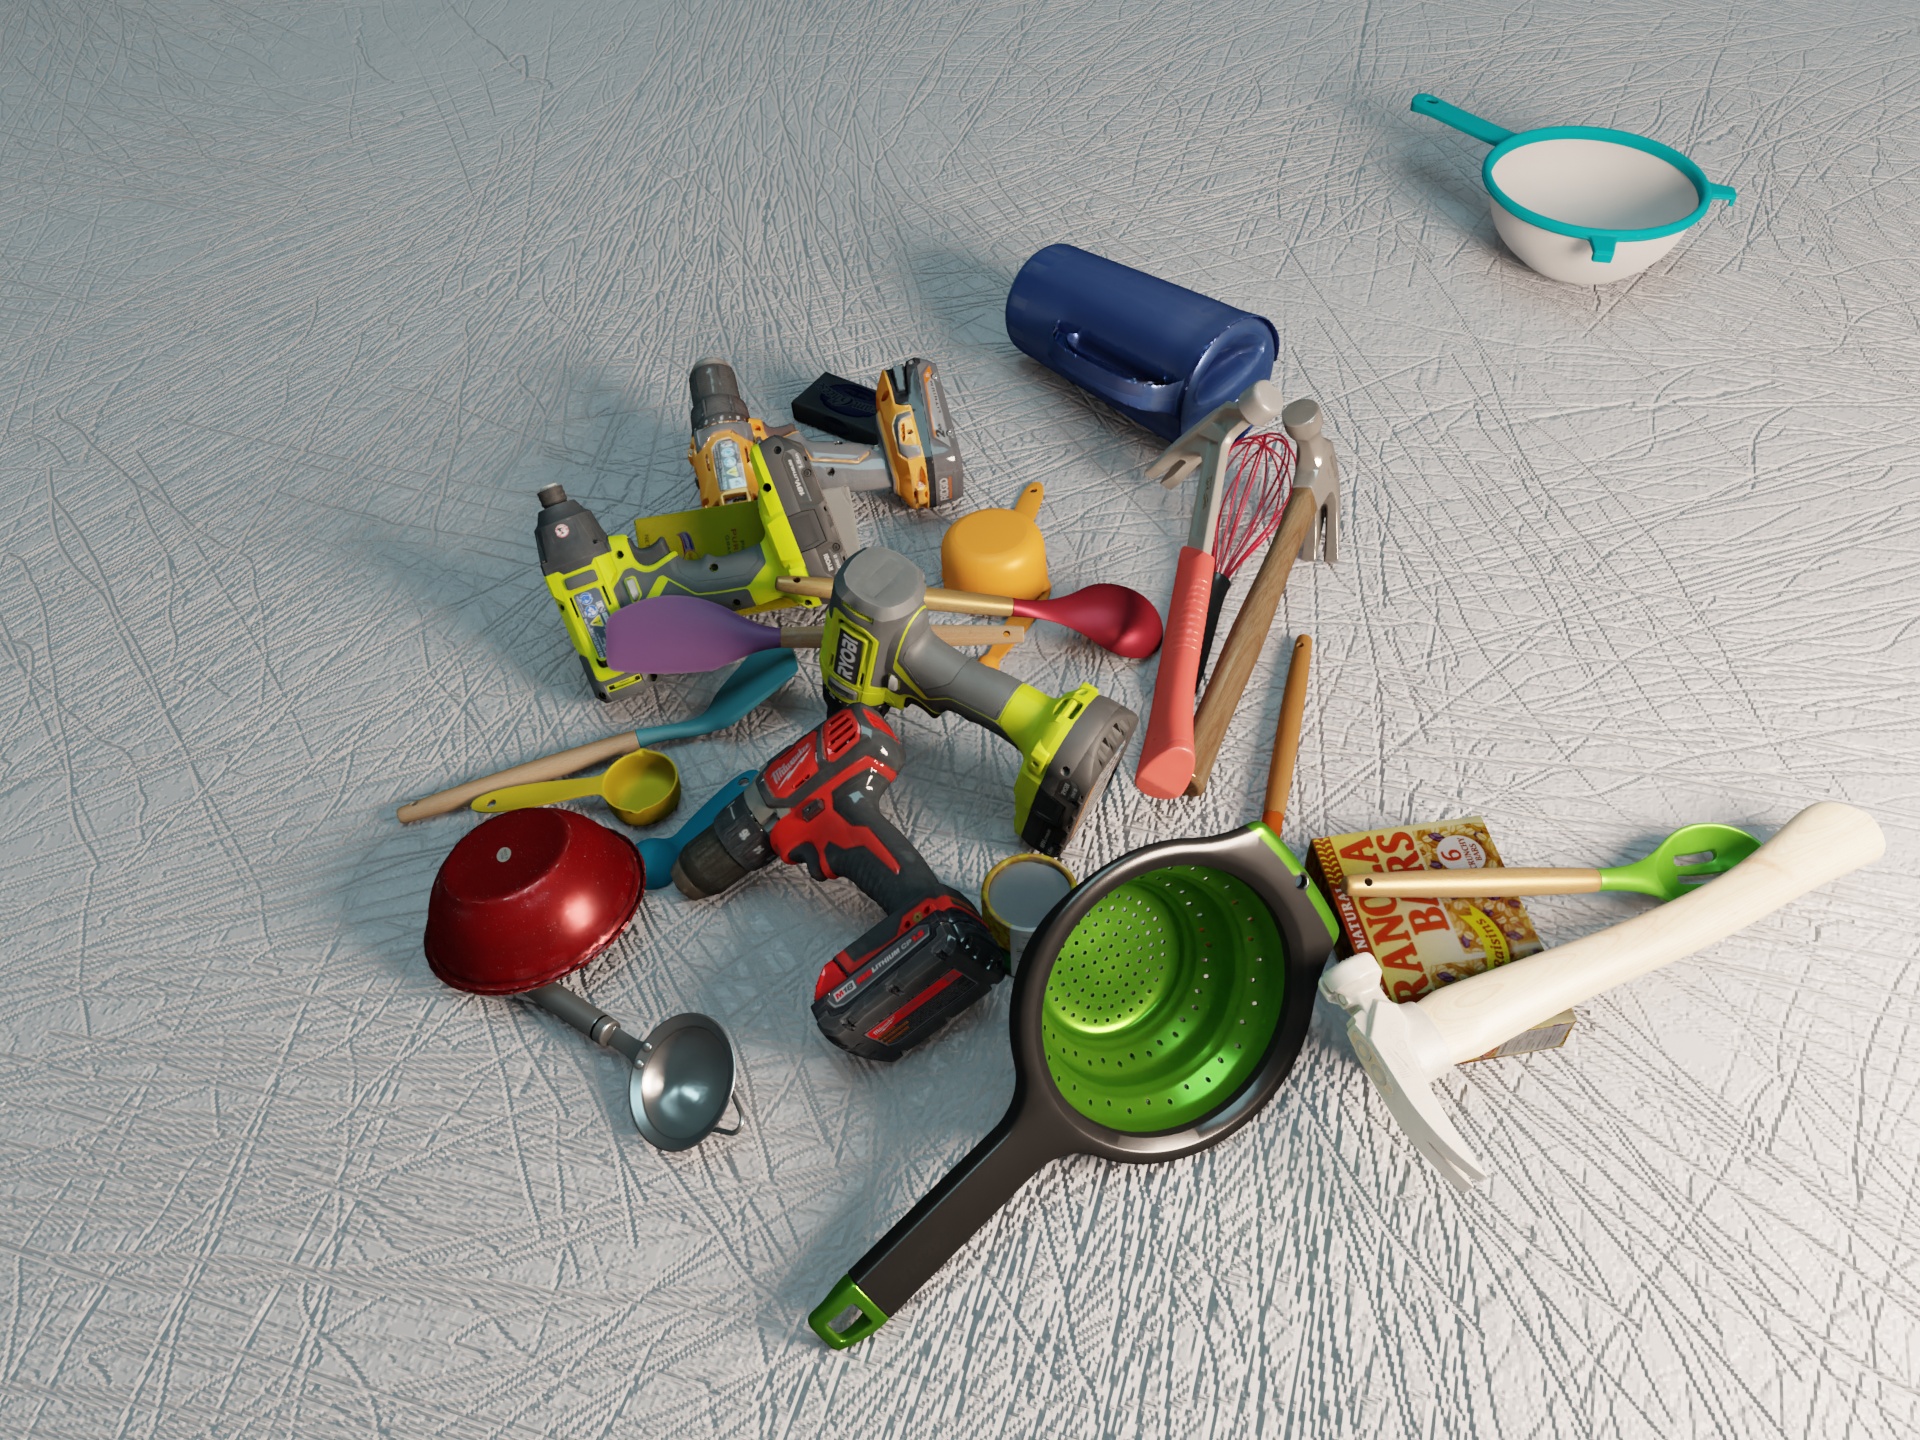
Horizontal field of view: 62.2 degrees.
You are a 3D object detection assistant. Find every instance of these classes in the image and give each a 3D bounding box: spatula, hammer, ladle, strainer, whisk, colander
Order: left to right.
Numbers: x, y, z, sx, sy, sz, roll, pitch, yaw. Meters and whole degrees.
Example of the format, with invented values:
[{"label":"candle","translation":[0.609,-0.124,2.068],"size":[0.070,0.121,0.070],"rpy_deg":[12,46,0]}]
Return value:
[{"label":"spatula","translation":[-0.274,0.012,1.211],"size":[0.317,0.044,0.082],"rpy_deg":[-19,31,-10]},{"label":"strainer","translation":[-0.225,0.206,1.042],"size":[0.259,0.050,0.087],"rpy_deg":[24,84,29]},{"label":"spatula","translation":[-0.110,-0.065,1.201],"size":[0.316,0.018,0.060],"rpy_deg":[0,87,-1]},{"label":"ladle","translation":[0.014,-0.091,1.227],"size":[0.315,0.031,0.069],"rpy_deg":[5,57,-15]},{"label":"colander","translation":[0.052,0.216,0.977],"size":[0.397,0.204,0.094],"rpy_deg":[-42,23,-10]},{"label":"hammer","translation":[0.171,-0.096,1.215],"size":[0.036,0.149,0.359],"rpy_deg":[28,55,-20]},{"label":"whisk","translation":[0.213,-0.127,1.294],"size":[0.073,0.073,0.296],"rpy_deg":[14,58,16]},{"label":"hammer","translation":[0.231,-0.084,1.229],"size":[0.031,0.129,0.331],"rpy_deg":[9,60,33]},{"label":"spatula","translation":[0.227,0.045,1.149],"size":[0.081,0.041,0.323],"rpy_deg":[-6,44,27]},{"label":"strainer","translation":[0.572,-0.526,1.589],"size":[0.211,0.095,0.341],"rpy_deg":[-27,50,-22]},{"label":"hammer","translation":[0.431,0.150,1.001],"size":[0.410,0.038,0.146],"rpy_deg":[-19,63,-19]}]

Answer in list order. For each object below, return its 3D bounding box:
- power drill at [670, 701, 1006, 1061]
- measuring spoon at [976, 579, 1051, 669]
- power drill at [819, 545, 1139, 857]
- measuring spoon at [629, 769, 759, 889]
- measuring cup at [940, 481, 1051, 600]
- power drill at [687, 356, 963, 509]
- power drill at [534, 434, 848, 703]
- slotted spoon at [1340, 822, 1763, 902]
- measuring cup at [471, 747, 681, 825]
[{"label":"power drill","translation":[-0.090,0.116,1.067],"size":[0.188,0.080,0.227],"rpy_deg":[-37,54,8]},{"label":"measuring spoon","translation":[0.044,-0.078,1.288],"size":[0.021,0.011,0.117],"rpy_deg":[21,53,20]},{"label":"power drill","translation":[-0.002,-0.004,1.134],"size":[0.228,0.190,0.080],"rpy_deg":[32,57,11]},{"label":"measuring spoon","translation":[-0.195,0.073,1.166],"size":[0.042,0.021,0.128],"rpy_deg":[31,60,27]},{"label":"measuring cup","translation":[0.040,-0.165,1.335],"size":[0.095,0.052,0.174],"rpy_deg":[9,48,16]},{"label":"power drill","translation":[-0.125,-0.250,1.382],"size":[0.226,0.084,0.185],"rpy_deg":[-13,68,-4]},{"label":"power drill","translation":[-0.209,-0.131,1.233],"size":[0.223,0.171,0.080],"rpy_deg":[-21,9,-1]},{"label":"slotted spoon","translation":[0.397,0.104,1.054],"size":[0.313,0.031,0.070],"rpy_deg":[0,65,-14]},{"label":"measuring cup","translation":[-0.284,0.059,1.185],"size":[0.156,0.029,0.062],"rpy_deg":[-8,49,3]}]
